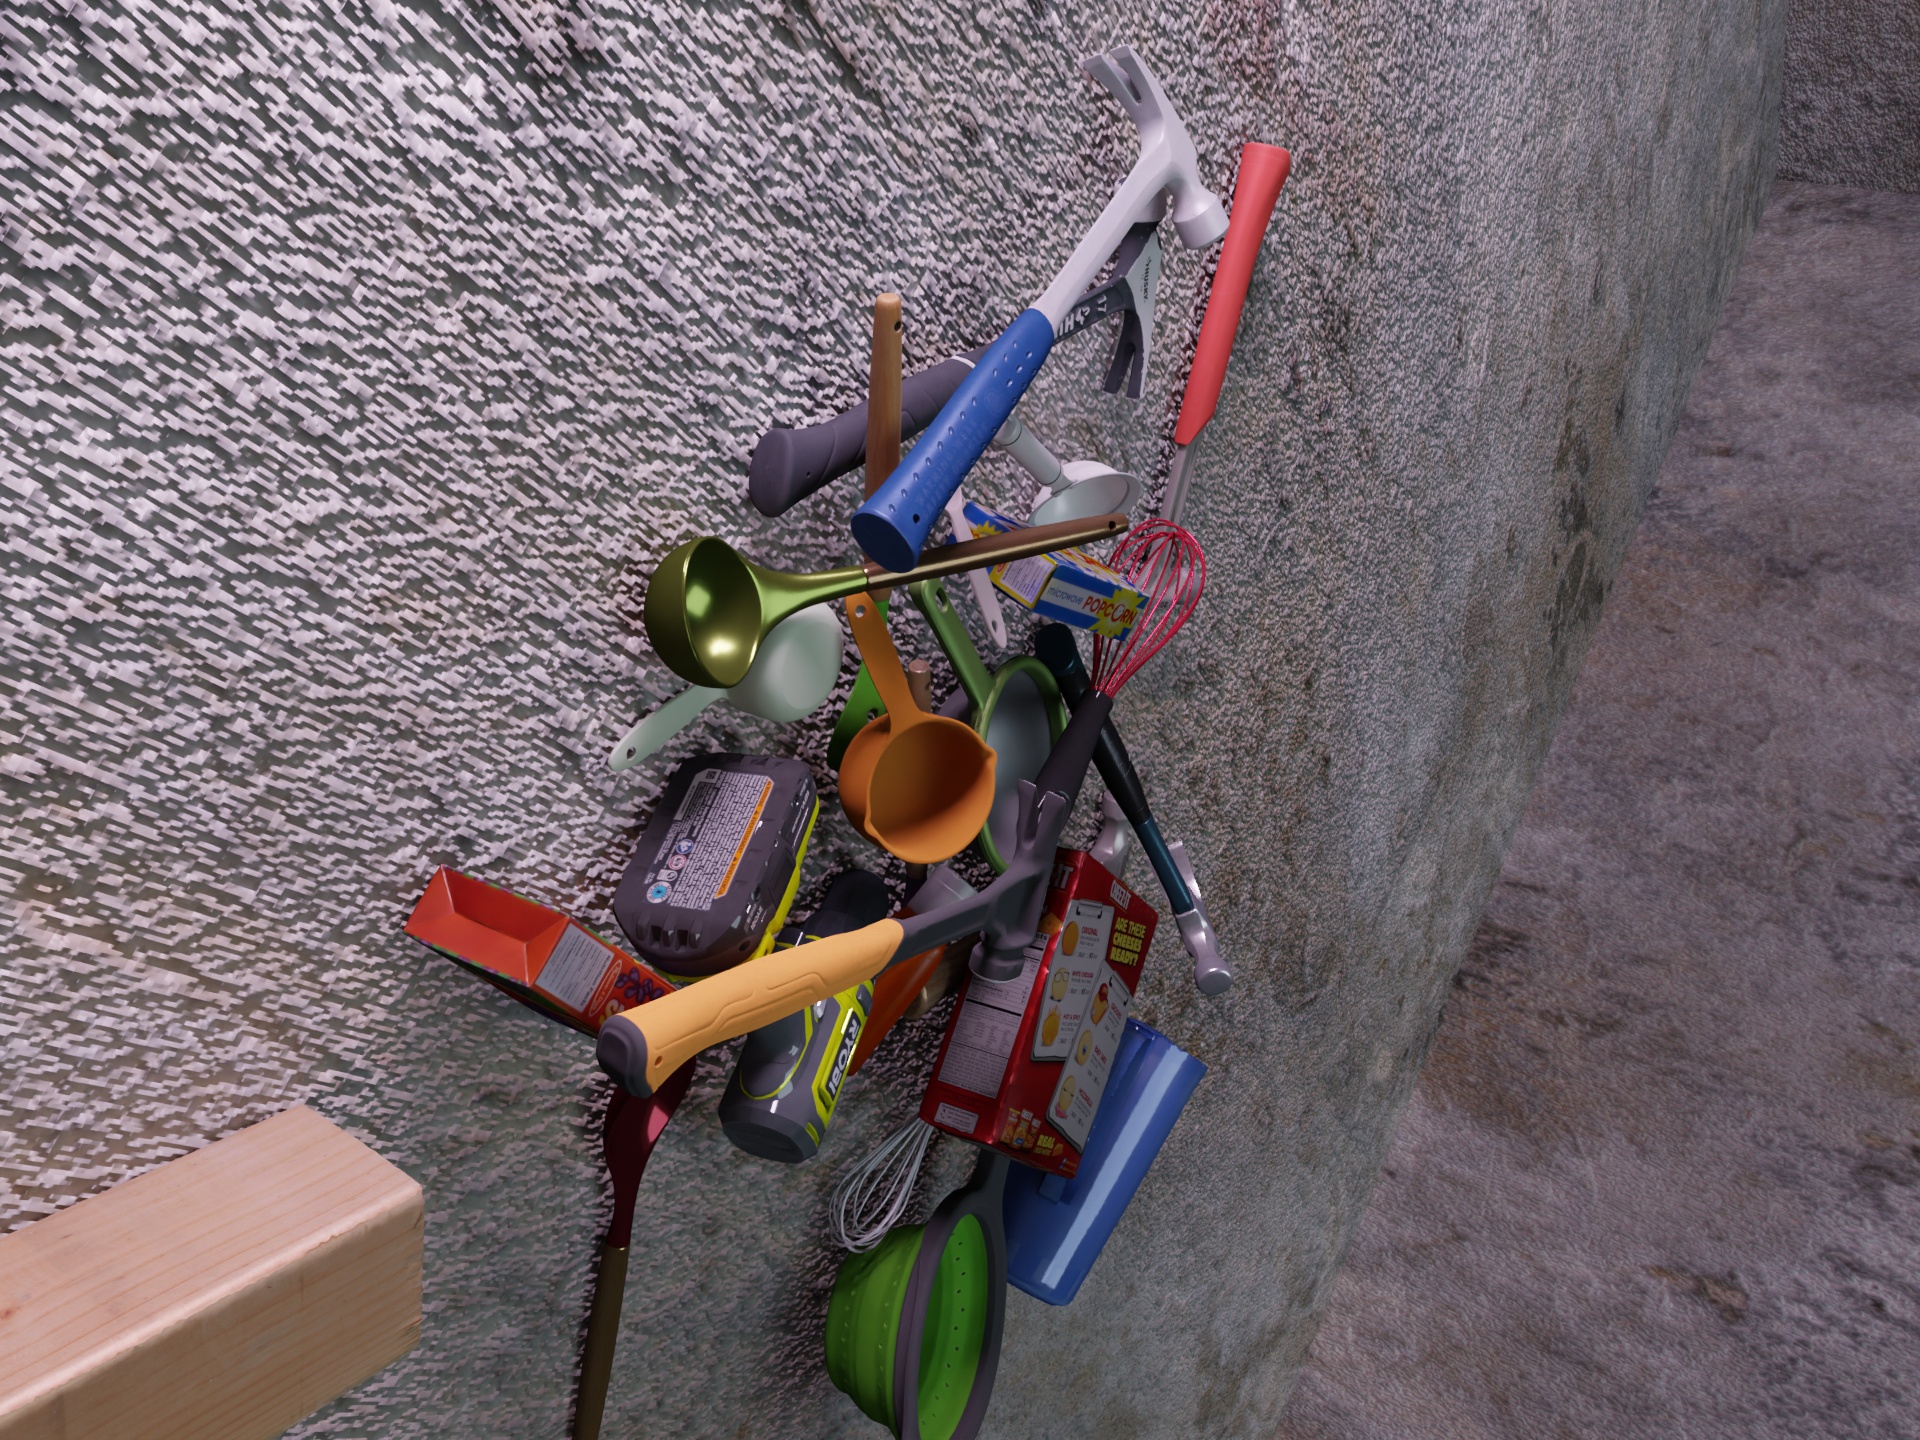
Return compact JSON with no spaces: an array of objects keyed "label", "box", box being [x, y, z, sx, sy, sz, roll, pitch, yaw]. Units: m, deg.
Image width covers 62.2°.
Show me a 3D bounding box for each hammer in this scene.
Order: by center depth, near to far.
[{"label":"hammer","box":[-0.056,0.121,0.850,0.337,0.034,0.127,-14,122,-52]},{"label":"hammer","box":[0.047,-0.240,0.924,0.144,0.035,0.406,55,51,-31]},{"label":"hammer","box":[0.014,-0.214,0.979,0.409,0.036,0.149,-38,138,-42]},{"label":"hammer","box":[0.185,-0.262,1.229,0.149,0.037,0.359,-4,110,-58]},{"label":"hammer","box":[0.134,0.063,1.235,0.128,0.033,0.330,-101,165,-57]},{"label":"hammer","box":[0.049,0.157,1.236,0.331,0.031,0.130,-24,127,-55]}]

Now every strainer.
[{"label":"strainer","box":[0.060,-0.163,1.042,0.050,0.087,0.258,67,14,14]},{"label":"strainer","box":[-0.002,-0.003,1.042,0.256,0.069,0.152,62,39,-43]}]

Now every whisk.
[{"label":"whisk","box":[0.102,-0.029,1.108,0.296,0.073,0.073,-63,150,-30]},{"label":"whisk","box":[-0.023,0.297,1.201,0.057,0.059,0.246,56,50,-22]}]

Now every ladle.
[{"label":"ladle","box":[-0.026,-0.083,0.874,0.320,0.062,0.078,-15,102,-31]},{"label":"ladle","box":[-0.205,0.330,0.941,0.069,0.031,0.315,-15,121,-60]}]

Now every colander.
[{"label":"colander","box":[-0.020,0.384,1.231,0.204,0.094,0.397,66,33,-50]}]

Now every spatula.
[{"label":"spatula","box":[-0.030,0.084,1.058,0.060,0.018,0.315,-43,148,-38]}]

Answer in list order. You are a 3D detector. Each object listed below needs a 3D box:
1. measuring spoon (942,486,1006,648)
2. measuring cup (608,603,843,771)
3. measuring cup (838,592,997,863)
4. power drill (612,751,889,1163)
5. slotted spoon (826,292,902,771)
[{"label":"measuring spoon","box":[0.001,-0.101,0.990,0.034,0.018,0.124,-33,105,-57]},{"label":"measuring cup","box":[-0.122,-0.014,0.864,0.167,0.038,0.083,-42,140,-43]},{"label":"measuring cup","box":[-0.043,0.000,0.934,0.095,0.052,0.173,-30,111,-24]},{"label":"power drill","box":[-0.104,0.123,0.923,0.228,0.080,0.191,73,30,-47]},{"label":"slotted spoon","box":[-0.047,-0.093,0.910,0.070,0.031,0.313,-38,144,-42]}]
